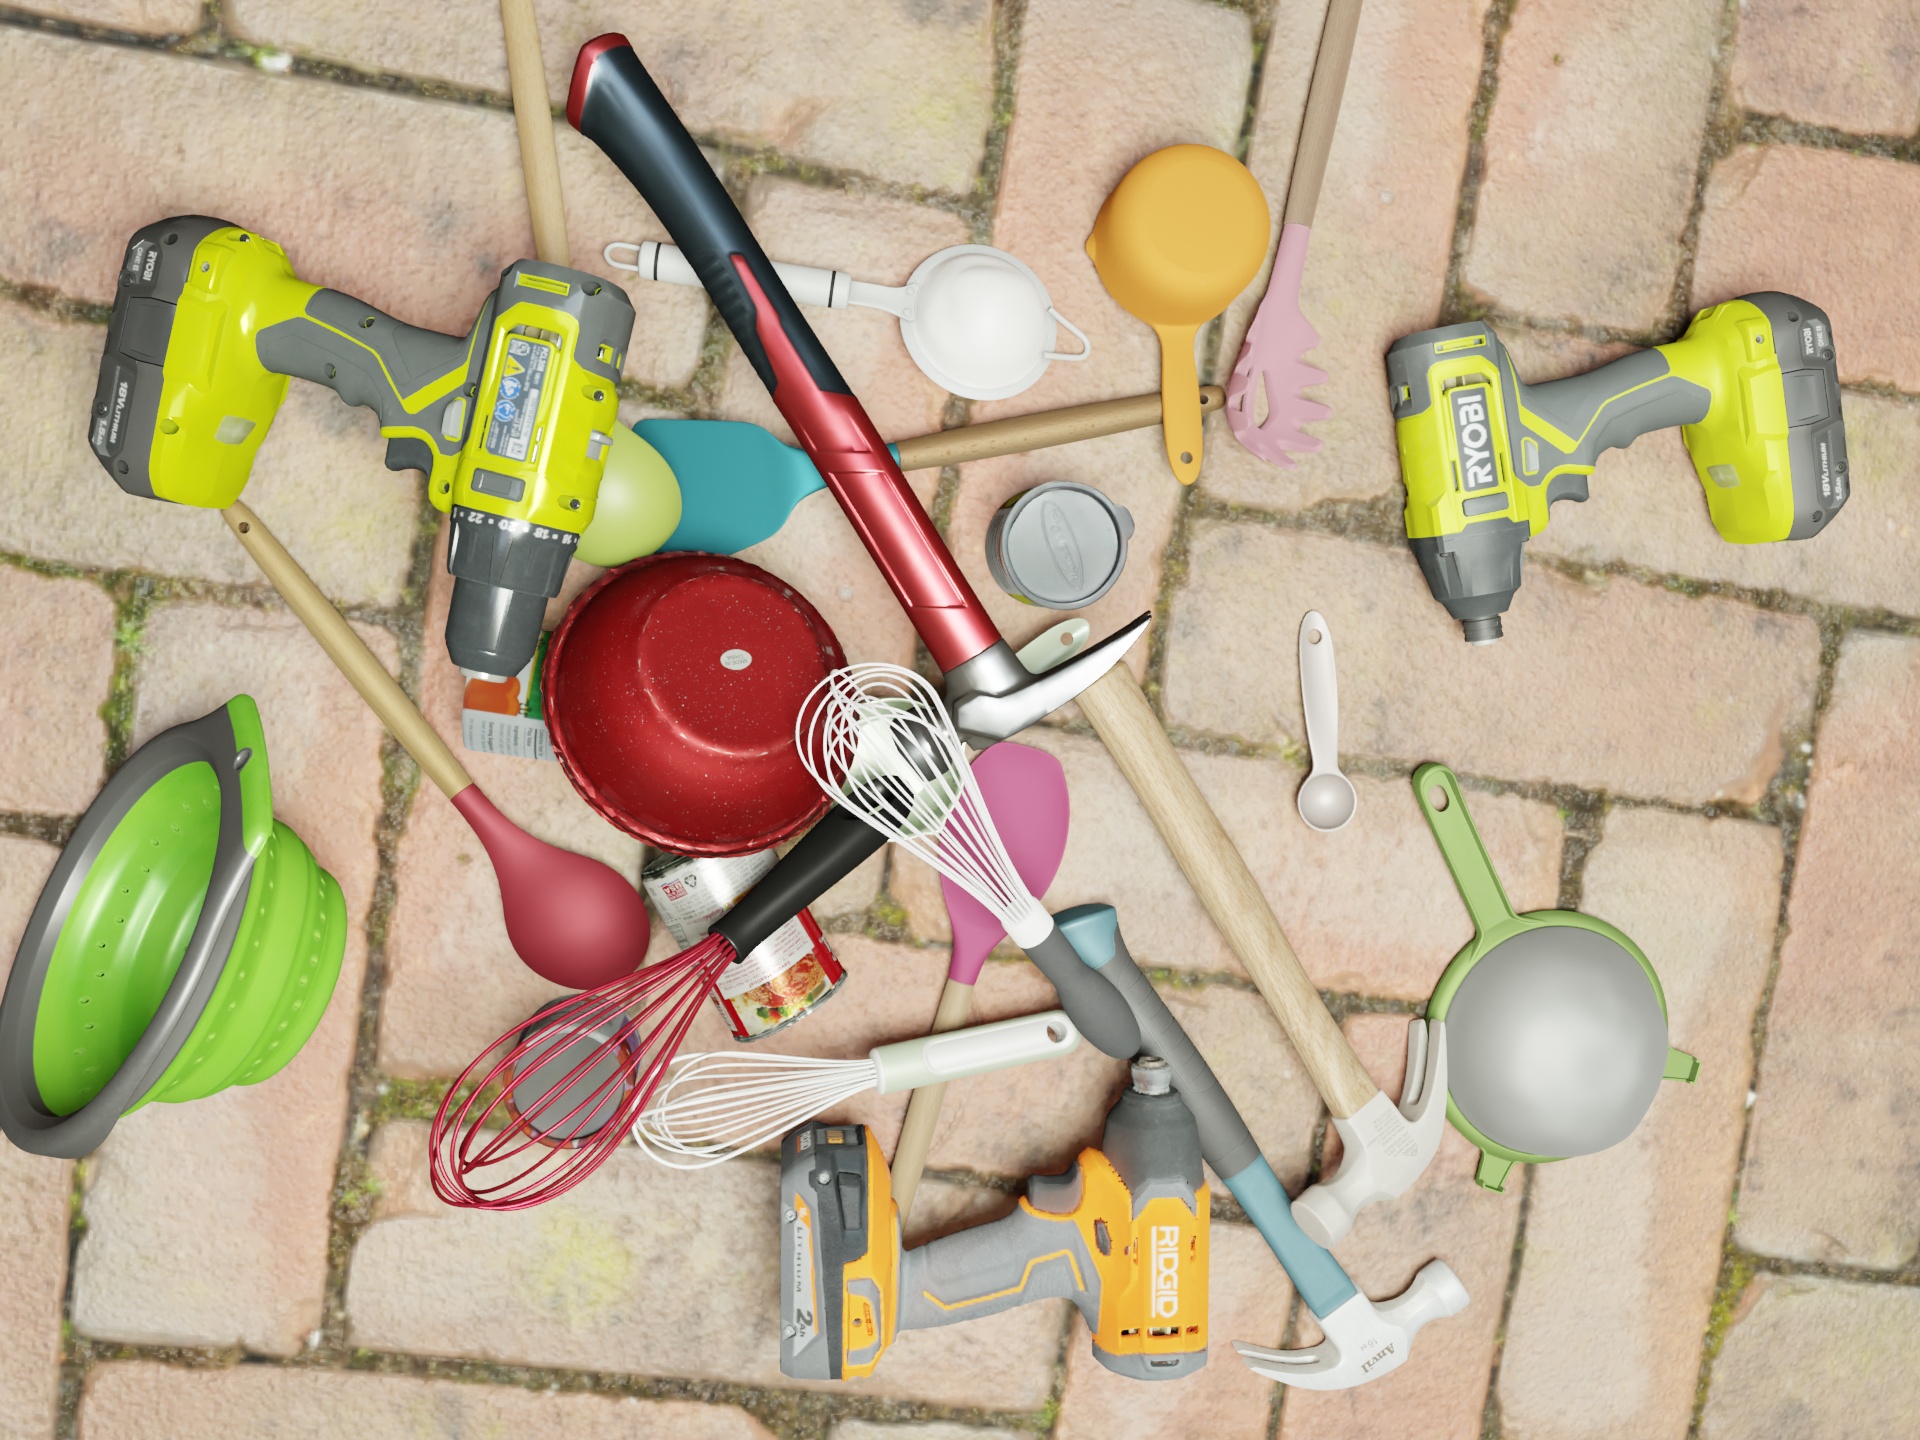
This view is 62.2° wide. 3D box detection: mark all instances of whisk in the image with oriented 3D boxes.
[{"bbox_3d":[0.017,0.078,0.788,0.070,0.070,0.284,-39,119,-3],"label":"whisk"},{"bbox_3d":[-0.125,0.119,0.751,0.296,0.073,0.073,-42,100,-28],"label":"whisk"},{"bbox_3d":[-0.051,0.184,0.830,0.246,0.059,0.058,-8,73,-17],"label":"whisk"}]

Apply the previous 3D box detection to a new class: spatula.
[{"bbox_3d":[-0.011,-0.145,0.843,0.317,0.044,0.082,-12,96,-11],"label":"spatula"}]

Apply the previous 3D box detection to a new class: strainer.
[{"bbox_3d":[0.322,0.141,0.890,0.151,0.069,0.256,-27,100,-5],"label":"strainer"},{"bbox_3d":[-0.055,-0.220,0.822,0.258,0.050,0.087,8,78,-5],"label":"strainer"}]

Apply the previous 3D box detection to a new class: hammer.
[{"bbox_3d":[0.162,0.114,0.873,0.130,0.031,0.331,-33,94,-23],"label":"hammer"},{"bbox_3d":[-0.059,-0.166,0.778,0.143,0.038,0.386,-31,96,9],"label":"hammer"},{"bbox_3d":[0.151,0.238,0.894,0.128,0.033,0.331,-35,99,-5],"label":"hammer"}]

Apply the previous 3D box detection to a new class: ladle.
[{"bbox_3d":[-0.199,-0.236,0.802,0.078,0.062,0.320,-9,89,20],"label":"ladle"},{"bbox_3d":[-0.272,0.015,0.819,0.069,0.031,0.315,-38,97,-3],"label":"ladle"}]

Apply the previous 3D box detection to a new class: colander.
[{"bbox_3d":[-0.417,0.167,0.777,0.397,0.205,0.094,-46,135,14],"label":"colander"}]

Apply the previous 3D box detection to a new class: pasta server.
[{"bbox_3d":[0.191,-0.291,0.850,0.060,0.040,0.316,11,92,-31],"label":"pasta server"}]

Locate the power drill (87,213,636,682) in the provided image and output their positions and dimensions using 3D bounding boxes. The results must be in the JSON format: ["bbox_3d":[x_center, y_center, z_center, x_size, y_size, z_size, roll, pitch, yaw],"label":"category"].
[{"bbox_3d":[-0.278,-0.132,0.748,0.228,0.080,0.190,15,94,7],"label":"power drill"}]

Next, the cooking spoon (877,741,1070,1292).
[{"bbox_3d":[-0.007,0.167,0.873,0.068,0.017,0.319,16,92,-5],"label":"cooking spoon"}]

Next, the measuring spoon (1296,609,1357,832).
[{"bbox_3d":[0.200,0.000,0.892,0.034,0.018,0.124,-3,89,-8],"label":"measuring spoon"}]

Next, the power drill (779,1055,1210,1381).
[{"bbox_3d":[0.020,0.259,0.832,0.226,0.084,0.164,0,93,-6],"label":"power drill"}]

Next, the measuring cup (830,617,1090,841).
[{"bbox_3d":[-0.001,-0.003,0.850,0.167,0.038,0.083,-37,99,-5],"label":"measuring cup"}]

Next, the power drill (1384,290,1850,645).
[{"bbox_3d":[0.354,-0.141,0.869,0.223,0.080,0.171,-11,96,-3],"label":"power drill"}]

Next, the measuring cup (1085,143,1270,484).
[{"bbox_3d":[0.120,-0.213,0.828,0.095,0.052,0.174,-2,86,-9],"label":"measuring cup"}]
